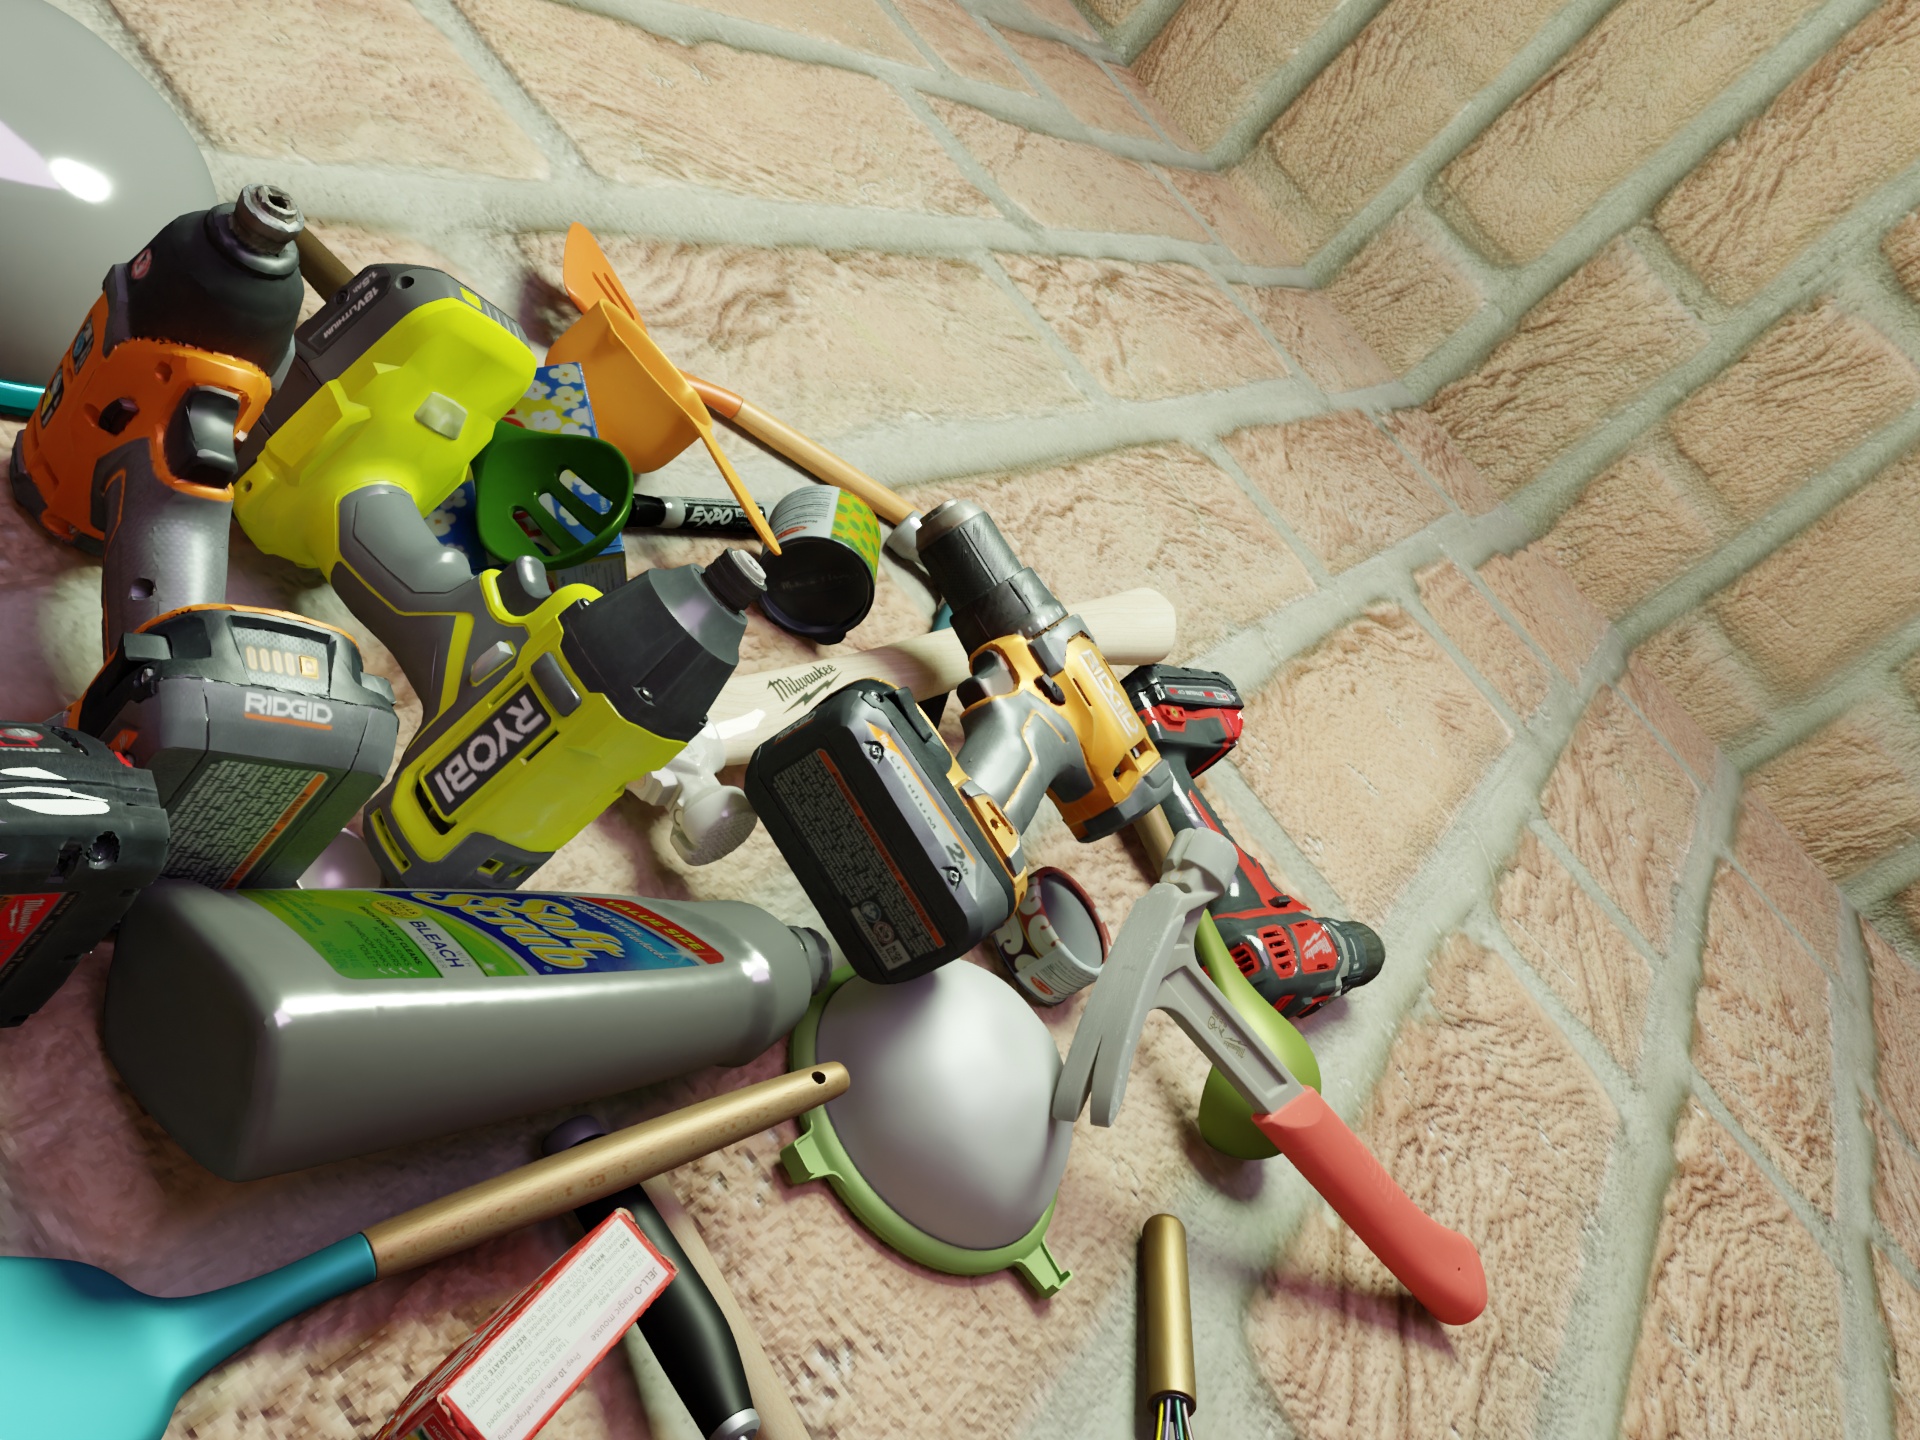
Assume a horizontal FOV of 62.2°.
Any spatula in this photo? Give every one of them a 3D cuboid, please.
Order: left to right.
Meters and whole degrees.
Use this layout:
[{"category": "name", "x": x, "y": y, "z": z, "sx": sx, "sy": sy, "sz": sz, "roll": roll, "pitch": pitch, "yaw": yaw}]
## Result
[{"category": "spatula", "x": -0.155, "y": 0.152, "z": 0.489, "sx": 0.317, "sy": 0.044, "sz": 0.082, "roll": -12, "pitch": 56, "yaw": -43}, {"category": "spatula", "x": -0.113, "y": -0.186, "z": 0.981, "sx": 0.322, "sy": 0.041, "sz": 0.081, "roll": 29, "pitch": 33, "yaw": -30}, {"category": "spatula", "x": -0.035, "y": 0.284, "z": 0.526, "sx": 0.018, "sy": 0.059, "sz": 0.316, "roll": -23, "pitch": 66, "yaw": -26}]

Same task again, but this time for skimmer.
[{"category": "skimmer", "x": -0.061, "y": 0.281, "z": 0.469, "sx": 0.090, "sy": 0.127, "sz": 0.364, "roll": -25, "pitch": 59, "yaw": -27}]

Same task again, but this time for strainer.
[{"category": "strainer", "x": -0.390, "y": -0.193, "z": 0.576, "sx": 0.211, "sy": 0.095, "sz": 0.341, "roll": 38, "pitch": 30, "yaw": -16}, {"category": "strainer", "x": 0.005, "y": 0.123, "z": 0.736, "sx": 0.151, "sy": 0.069, "sz": 0.257, "roll": 33, "pitch": 34, "yaw": -24}]

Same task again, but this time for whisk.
[{"category": "whisk", "x": 0.091, "y": 0.306, "z": 0.660, "sx": 0.047, "sy": 0.051, "sz": 0.245, "roll": 7, "pitch": 31, "yaw": 1}]

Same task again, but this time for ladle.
[{"category": "ladle", "x": 0.107, "y": 0.083, "z": 0.855, "sx": 0.078, "sy": 0.062, "sz": 0.320, "roll": -20, "pitch": 83, "yaw": -35}]

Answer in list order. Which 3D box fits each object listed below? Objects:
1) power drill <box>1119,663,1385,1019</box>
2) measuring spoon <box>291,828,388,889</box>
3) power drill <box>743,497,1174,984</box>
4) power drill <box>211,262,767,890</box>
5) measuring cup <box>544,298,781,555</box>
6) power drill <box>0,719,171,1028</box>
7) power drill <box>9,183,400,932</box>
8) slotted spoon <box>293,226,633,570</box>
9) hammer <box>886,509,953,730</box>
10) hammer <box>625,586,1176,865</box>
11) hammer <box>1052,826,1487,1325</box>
[{"category": "power drill", "x": 0.176, "y": 0.081, "z": 1.005, "sx": 0.187, "sy": 0.080, "sz": 0.227, "roll": 4, "pitch": 54, "yaw": -50}, {"category": "measuring spoon", "x": -0.196, "y": 0.088, "z": 0.579, "sx": 0.124, "sy": 0.018, "sz": 0.034, "roll": 47, "pitch": 34, "yaw": -14}, {"category": "power drill", "x": -0.001, "y": -0.002, "z": 0.736, "sx": 0.185, "sy": 0.084, "sz": 0.226, "roll": 58, "pitch": 36, "yaw": -1}, {"category": "power drill", "x": -0.183, "y": -0.062, "z": 0.610, "sx": 0.223, "sy": 0.171, "sz": 0.080, "roll": 53, "pitch": 9, "yaw": 22}, {"category": "measuring cup", "x": -0.157, "y": -0.141, "z": 0.839, "sx": 0.174, "sy": 0.052, "sz": 0.095, "roll": 56, "pitch": 9, "yaw": 15}, {"category": "power drill", "x": -0.305, "y": -0.031, "z": 0.449, "sx": 0.078, "sy": 0.143, "sz": 0.220, "roll": 4, "pitch": 53, "yaw": -54}, {"category": "power drill", "x": -0.254, "y": -0.062, "z": 0.530, "sx": 0.084, "sy": 0.164, "sz": 0.227, "roll": 13, "pitch": 46, "yaw": -46}, {"category": "slotted spoon", "x": -0.248, "y": -0.163, "z": 0.722, "sx": 0.314, "sy": 0.070, "sz": 0.031, "roll": 43, "pitch": -12, "yaw": 25}, {"category": "hammer", "x": -0.024, "y": -0.011, "z": 0.896, "sx": 0.128, "sy": 0.033, "sz": 0.331, "roll": 40, "pitch": 31, "yaw": -10}, {"category": "hammer", "x": -0.022, "y": -0.036, "z": 0.846, "sx": 0.410, "sy": 0.038, "sz": 0.146, "roll": -16, "pitch": 60, "yaw": -47}, {"category": "hammer", "x": 0.173, "y": 0.216, "z": 0.785, "sx": 0.358, "sy": 0.037, "sz": 0.149, "roll": 49, "pitch": 55, "yaw": -32}]
